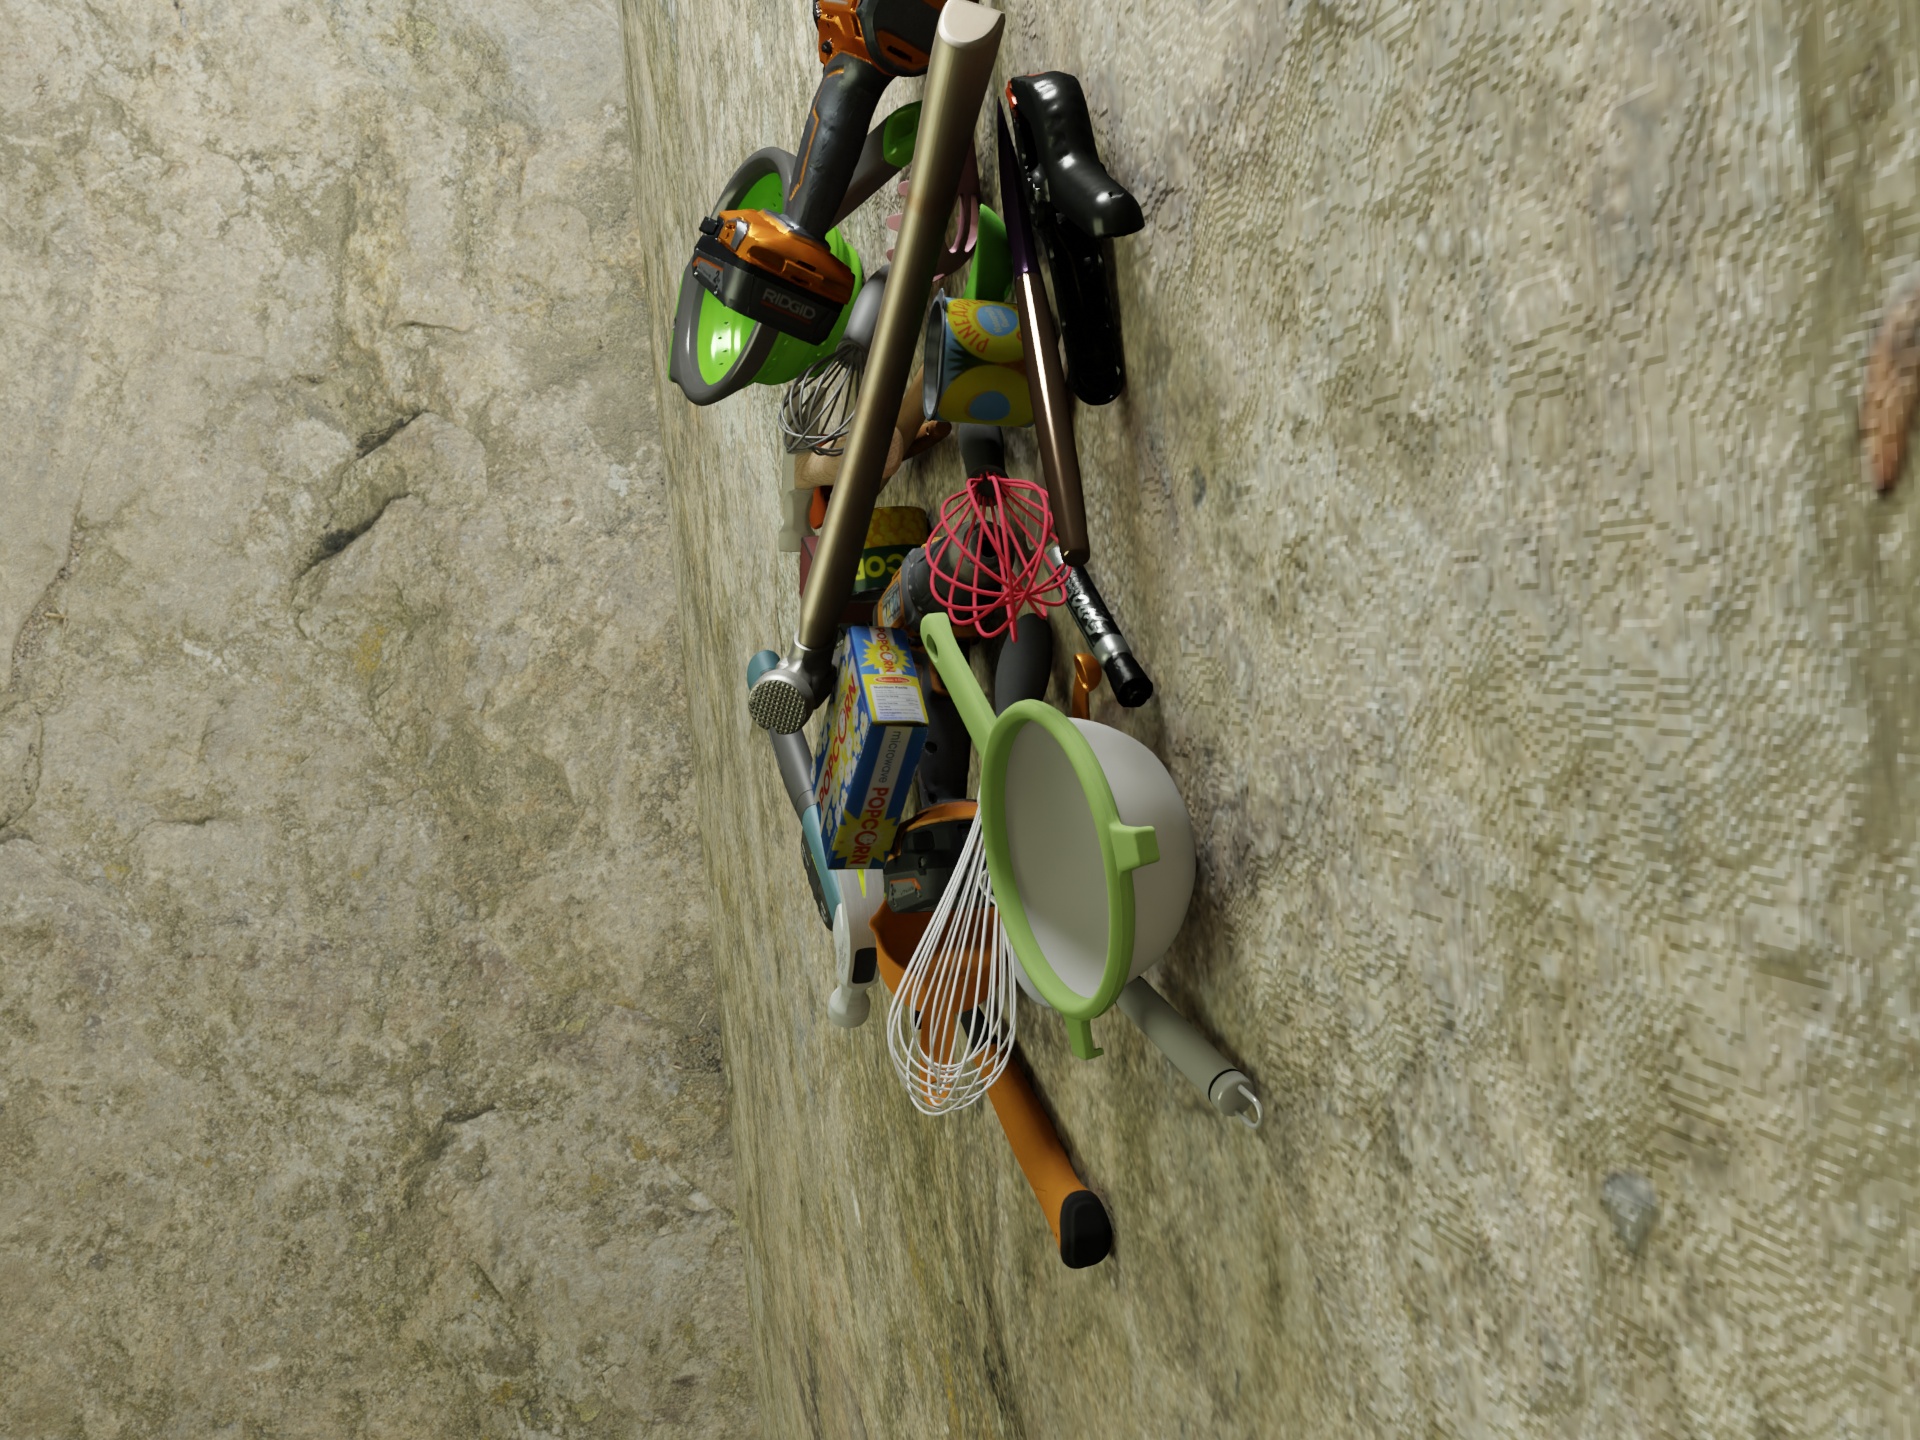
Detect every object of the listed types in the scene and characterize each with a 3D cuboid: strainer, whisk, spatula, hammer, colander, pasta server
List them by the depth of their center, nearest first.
[{"bbox_3d":[0.050,0.026,0.785,0.257,0.069,0.151,-117,26,-43],"label":"strainer"},{"bbox_3d":[0.037,-0.198,0.788,0.059,0.018,0.316,81,-177,-54],"label":"spatula"},{"bbox_3d":[0.081,0.132,0.791,0.259,0.050,0.087,-140,58,-60],"label":"strainer"},{"bbox_3d":[0.015,-0.116,0.832,0.296,0.073,0.073,-95,6,-64],"label":"whisk"},{"bbox_3d":[0.015,0.068,0.846,0.070,0.070,0.285,122,162,-66],"label":"whisk"},{"bbox_3d":[-0.003,-0.405,0.889,0.040,0.060,0.316,23,119,40],"label":"pasta server"},{"bbox_3d":[-0.042,-0.196,0.917,0.146,0.038,0.410,-61,-10,-64],"label":"hammer"},{"bbox_3d":[-0.070,-0.243,1.043,0.239,0.055,0.055,-74,-6,-48],"label":"whisk"},{"bbox_3d":[0.024,0.238,1.047,0.337,0.034,0.127,-125,33,-60],"label":"hammer"},{"bbox_3d":[-0.093,-0.189,1.156,0.331,0.031,0.130,-161,72,-73],"label":"hammer"},{"bbox_3d":[-0.098,-0.346,1.184,0.397,0.094,0.205,-14,67,57],"label":"colander"},{"bbox_3d":[-0.066,-0.196,1.191,0.323,0.041,0.081,-173,80,-73],"label":"spatula"},{"bbox_3d":[-0.115,0.065,1.211,0.331,0.033,0.128,-115,29,-44],"label":"hammer"}]

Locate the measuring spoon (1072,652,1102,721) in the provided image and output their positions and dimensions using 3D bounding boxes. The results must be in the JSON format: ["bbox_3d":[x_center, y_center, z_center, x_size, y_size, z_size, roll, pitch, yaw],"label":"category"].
[{"bbox_3d":[0.066,-0.006,0.809,0.116,0.011,0.021,80,168,-67],"label":"measuring spoon"}]

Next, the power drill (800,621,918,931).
[{"bbox_3d":[-0.076,0.035,1.258,0.191,0.080,0.228,-118,29,-51],"label":"power drill"}]

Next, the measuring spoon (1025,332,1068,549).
[{"bbox_3d":[0.053,-0.149,0.840,0.034,0.018,0.124,-107,23,-62],"label":"measuring spoon"}]

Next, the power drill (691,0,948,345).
[{"bbox_3d":[-0.090,-0.369,1.012,0.226,0.084,0.164,-64,31,16],"label":"power drill"}]

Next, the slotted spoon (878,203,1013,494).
[{"bbox_3d":[-0.020,-0.214,1.000,0.313,0.031,0.070,132,144,-65],"label":"slotted spoon"}]

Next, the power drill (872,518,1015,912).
[{"bbox_3d":[-0.002,-0.003,0.973,0.185,0.084,0.226,142,125,-70],"label":"power drill"}]

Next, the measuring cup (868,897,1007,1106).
[{"bbox_3d":[-0.013,0.180,1.012,0.052,0.095,0.174,91,-179,-47],"label":"measuring cup"}]
